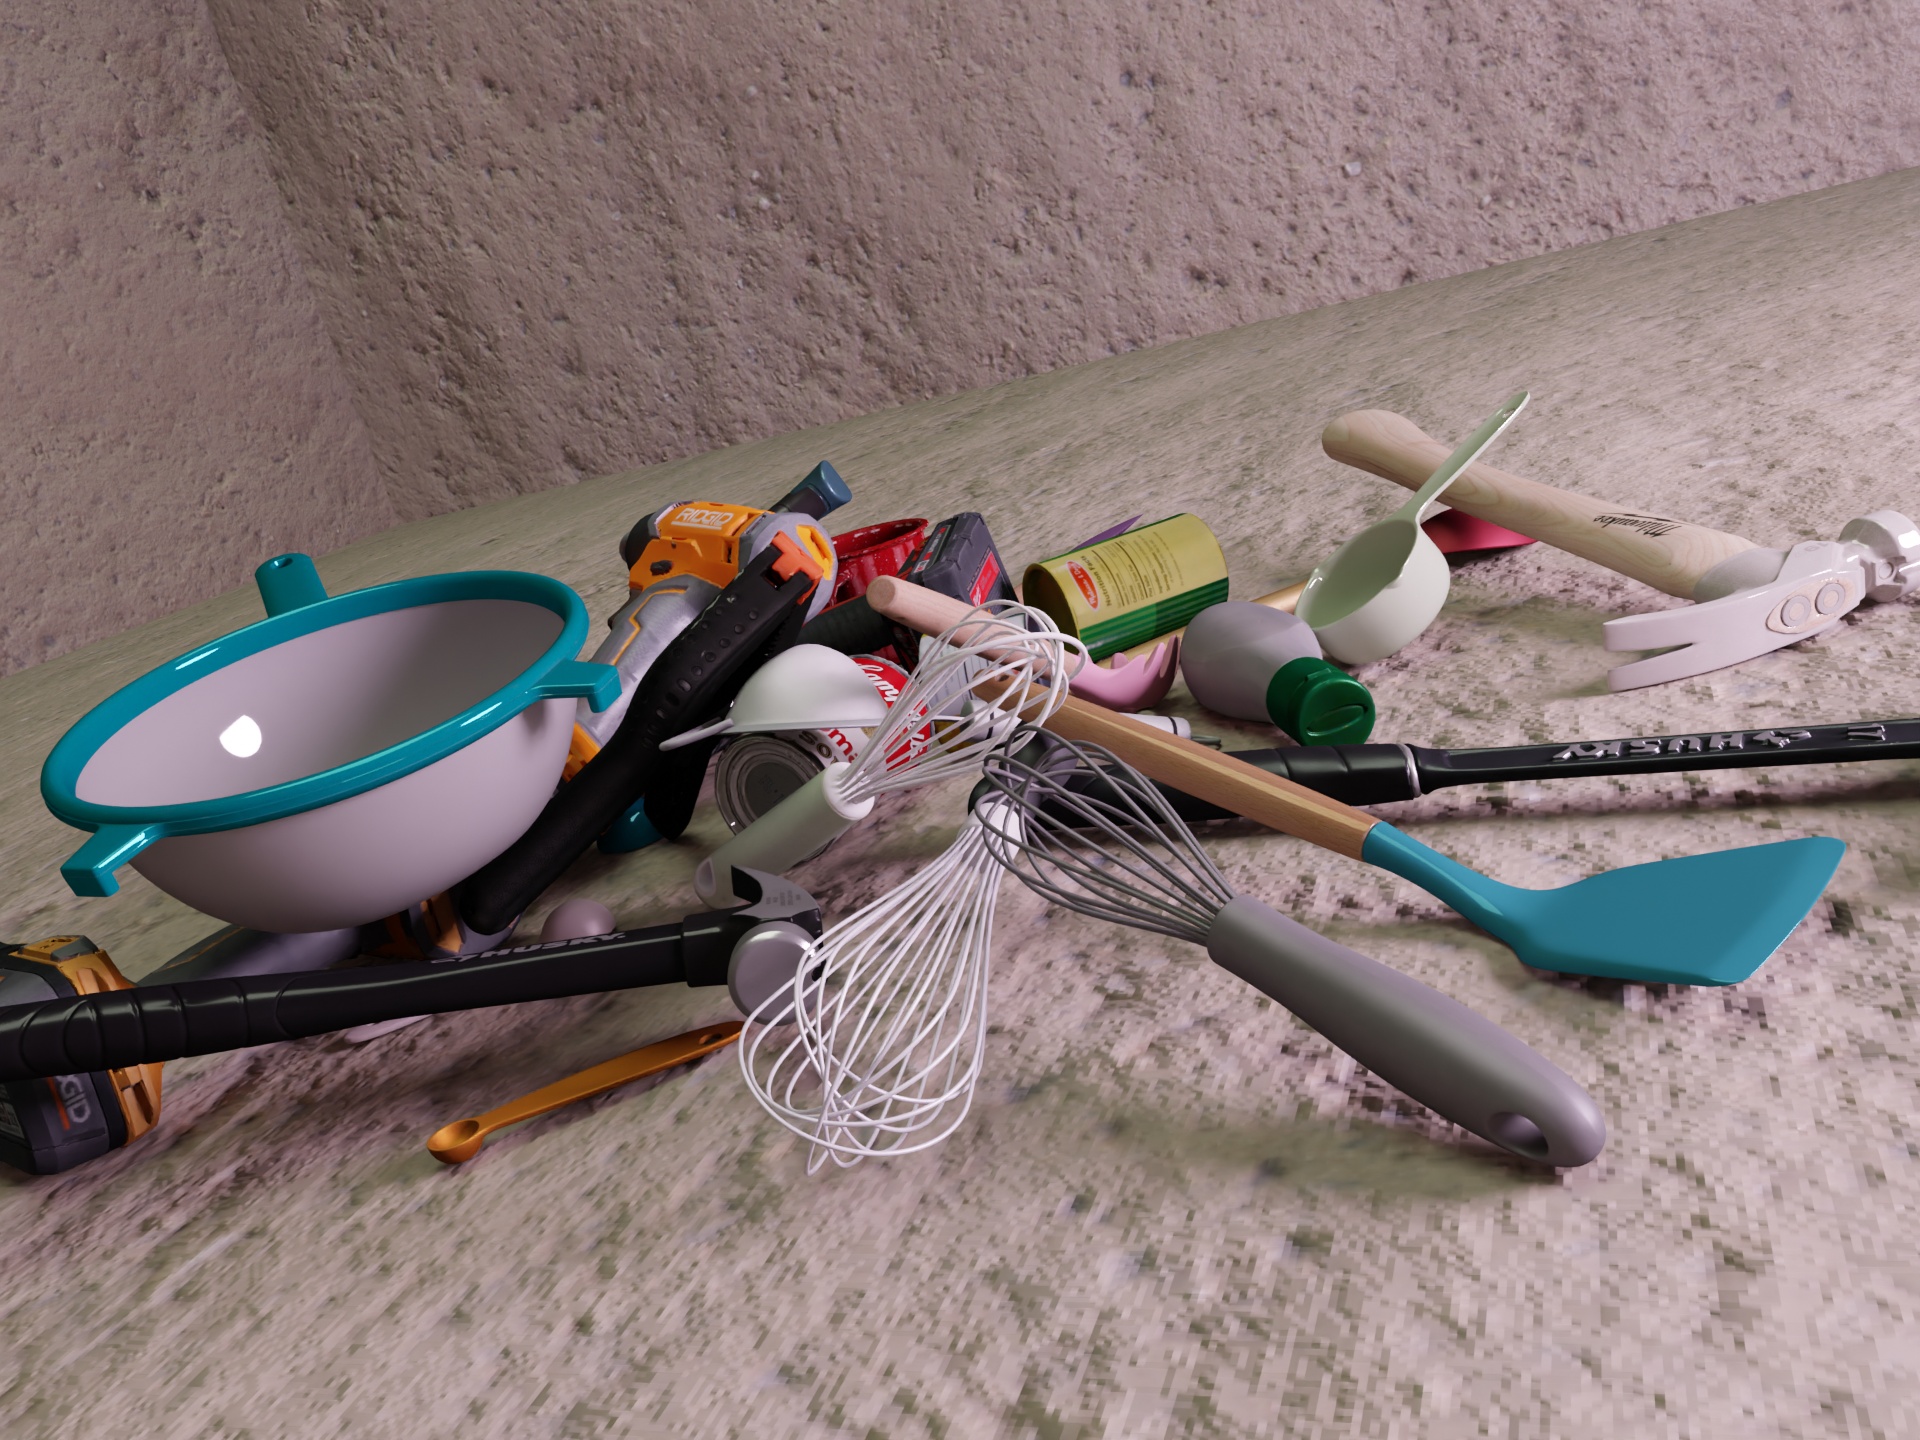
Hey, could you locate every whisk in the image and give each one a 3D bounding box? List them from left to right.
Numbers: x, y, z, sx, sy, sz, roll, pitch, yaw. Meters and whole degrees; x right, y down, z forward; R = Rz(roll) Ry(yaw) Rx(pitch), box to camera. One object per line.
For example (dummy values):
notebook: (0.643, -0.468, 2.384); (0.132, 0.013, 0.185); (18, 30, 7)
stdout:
whisk: (-0.039, 0.024, 0.629); (0.059, 0.058, 0.246); (6, -29, -39)
whisk: (0.000, 0.056, 0.558); (0.070, 0.070, 0.285); (-9, 21, 22)
whisk: (0.082, 0.059, 0.466); (0.055, 0.055, 0.239); (-25, 34, -28)

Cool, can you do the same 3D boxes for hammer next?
hammer: (-0.216, 0.098, 0.571); (0.334, 0.035, 0.146); (-7, 5, -6)
hammer: (-0.199, -0.048, 0.976); (0.331, 0.033, 0.128); (-40, 16, -6)
hammer: (0.184, 0.021, 0.591); (0.409, 0.036, 0.149); (-6, 20, 31)
hammer: (0.290, -0.112, 0.845); (0.146, 0.038, 0.411); (-19, 23, -8)

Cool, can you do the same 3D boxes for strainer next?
strainer: (-0.271, 0.003, 0.698); (0.211, 0.095, 0.341); (-22, 26, -19)
strainer: (-0.001, -0.002, 0.698); (0.258, 0.050, 0.087); (5, 0, -20)

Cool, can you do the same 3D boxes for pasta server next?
pasta server: (0.034, -0.035, 0.698); (0.060, 0.040, 0.316); (-8, -9, 23)

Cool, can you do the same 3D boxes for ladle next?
ladle: (0.188, -0.067, 0.895); (0.315, 0.031, 0.069); (-21, 17, -13)

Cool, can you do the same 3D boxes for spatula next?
spatula: (0.048, -0.090, 1.107); (0.060, 0.018, 0.316); (-26, 7, 37)
spatula: (0.121, 0.023, 0.546); (0.318, 0.044, 0.082); (22, 42, 39)

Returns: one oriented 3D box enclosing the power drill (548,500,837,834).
power drill: (-0.190, -0.035, 0.862); (0.164, 0.084, 0.226); (13, 53, 46)

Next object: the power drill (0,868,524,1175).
power drill: (-0.336, 0.105, 0.714); (0.185, 0.084, 0.226); (-1, 17, 41)

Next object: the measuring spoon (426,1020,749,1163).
measuring spoon: (-0.129, 0.131, 0.561); (0.117, 0.011, 0.021); (-18, 16, -22)

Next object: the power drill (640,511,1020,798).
power drill: (-0.088, -0.029, 0.917); (0.226, 0.080, 0.188); (-17, 21, 20)

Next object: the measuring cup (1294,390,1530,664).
measuring cup: (0.238, -0.094, 0.797); (0.167, 0.038, 0.083); (-47, 17, -5)

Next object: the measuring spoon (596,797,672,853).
measuring spoon: (-0.204, 0.050, 0.867); (0.129, 0.021, 0.042); (3, 25, 44)

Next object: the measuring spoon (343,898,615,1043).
measuring spoon: (-0.210, 0.107, 0.694); (0.124, 0.018, 0.034); (-24, 19, -28)
